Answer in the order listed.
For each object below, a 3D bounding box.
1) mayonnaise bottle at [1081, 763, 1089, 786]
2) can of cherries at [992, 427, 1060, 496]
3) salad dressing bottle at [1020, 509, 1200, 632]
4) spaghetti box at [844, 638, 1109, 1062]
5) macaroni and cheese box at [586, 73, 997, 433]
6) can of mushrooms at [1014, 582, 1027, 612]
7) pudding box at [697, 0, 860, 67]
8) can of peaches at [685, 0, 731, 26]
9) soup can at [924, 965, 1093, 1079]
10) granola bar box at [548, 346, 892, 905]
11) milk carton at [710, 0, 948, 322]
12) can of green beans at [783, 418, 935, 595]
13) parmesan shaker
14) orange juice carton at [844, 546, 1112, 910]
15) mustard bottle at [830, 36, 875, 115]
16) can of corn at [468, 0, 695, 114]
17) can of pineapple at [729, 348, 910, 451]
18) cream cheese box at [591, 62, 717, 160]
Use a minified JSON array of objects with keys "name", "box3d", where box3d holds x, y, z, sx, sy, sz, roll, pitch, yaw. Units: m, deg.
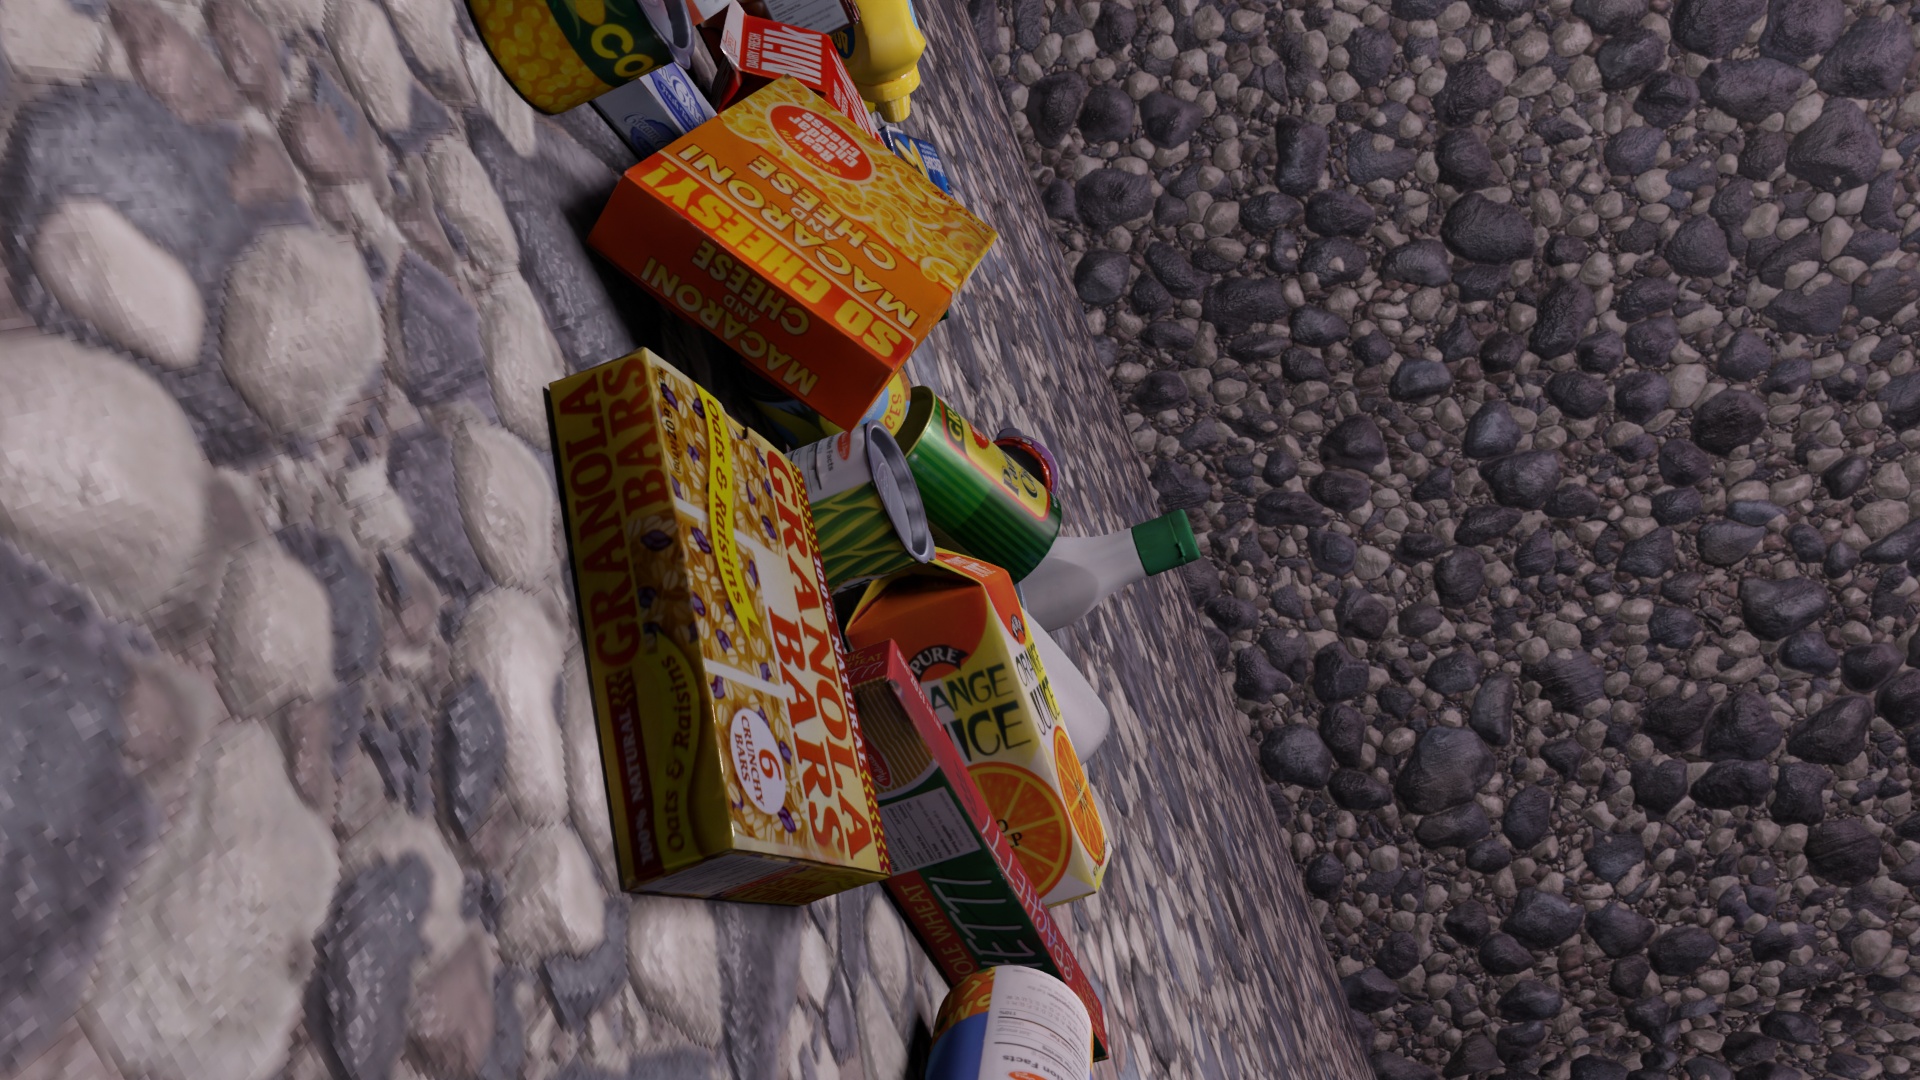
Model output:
[{"name":"mayonnaise bottle","box3d":[0.058,0.147,0.871,0.148,0.041,0.064,-73,143,-72]},{"name":"can of cherries","box3d":[0.036,-0.046,1.021,0.058,0.071,0.071,-34,103,-76]},{"name":"salad dressing bottle","box3d":[0.089,0.020,0.953,0.044,0.147,0.064,-83,151,-66]},{"name":"spaghetti box","box3d":[-0.001,0.146,0.596,0.029,0.050,0.249,-89,156,-56]},{"name":"macaroni and cheese box","box3d":[-0.061,-0.126,0.583,0.124,0.040,0.167,36,33,-6]},{"name":"can of mushrooms","box3d":[0.016,0.026,0.897,0.071,0.033,0.071,-21,91,-78]},{"name":"pudding box","box3d":[-0.104,-0.297,0.775,0.030,0.083,0.049,-93,158,-59]},{"name":"can of peaches","box3d":[-0.138,-0.277,0.639,0.058,0.071,0.071,56,18,-49]},{"name":"soup can","box3d":[0.016,0.216,0.531,0.084,0.071,0.071,-70,139,-73]},{"name":"granola bar box","box3d":[-0.077,0.034,0.467,0.124,0.039,0.166,43,30,-65]},{"name":"milk carton","box3d":[-0.078,-0.197,0.747,0.073,0.073,0.189,-96,161,-48]},{"name":"can of green beans","box3d":[-0.052,-0.012,0.604,0.071,0.058,0.071,-22,91,-78]},{"name":"parmesan shaker","box3d":[-0.003,-0.028,0.753,0.103,0.071,0.072,38,27,-28]},{"name":"orange juice carton","box3d":[0.004,0.079,0.667,0.072,0.073,0.192,-15,85,-78]},{"name":"mustard bottle","box3d":[-0.090,-0.303,0.922,0.161,0.049,0.065,-78,145,-68]},{"name":"can of corn","box3d":[-0.140,-0.198,0.517,0.071,0.058,0.071,-22,91,-78]},{"name":"can of pineapple","box3d":[-0.062,-0.074,0.636,0.057,0.071,0.071,54,20,-53]},{"name":"cream cheese box","box3d":[-0.136,-0.194,0.610,0.103,0.024,0.053,48,24,-60]}]
